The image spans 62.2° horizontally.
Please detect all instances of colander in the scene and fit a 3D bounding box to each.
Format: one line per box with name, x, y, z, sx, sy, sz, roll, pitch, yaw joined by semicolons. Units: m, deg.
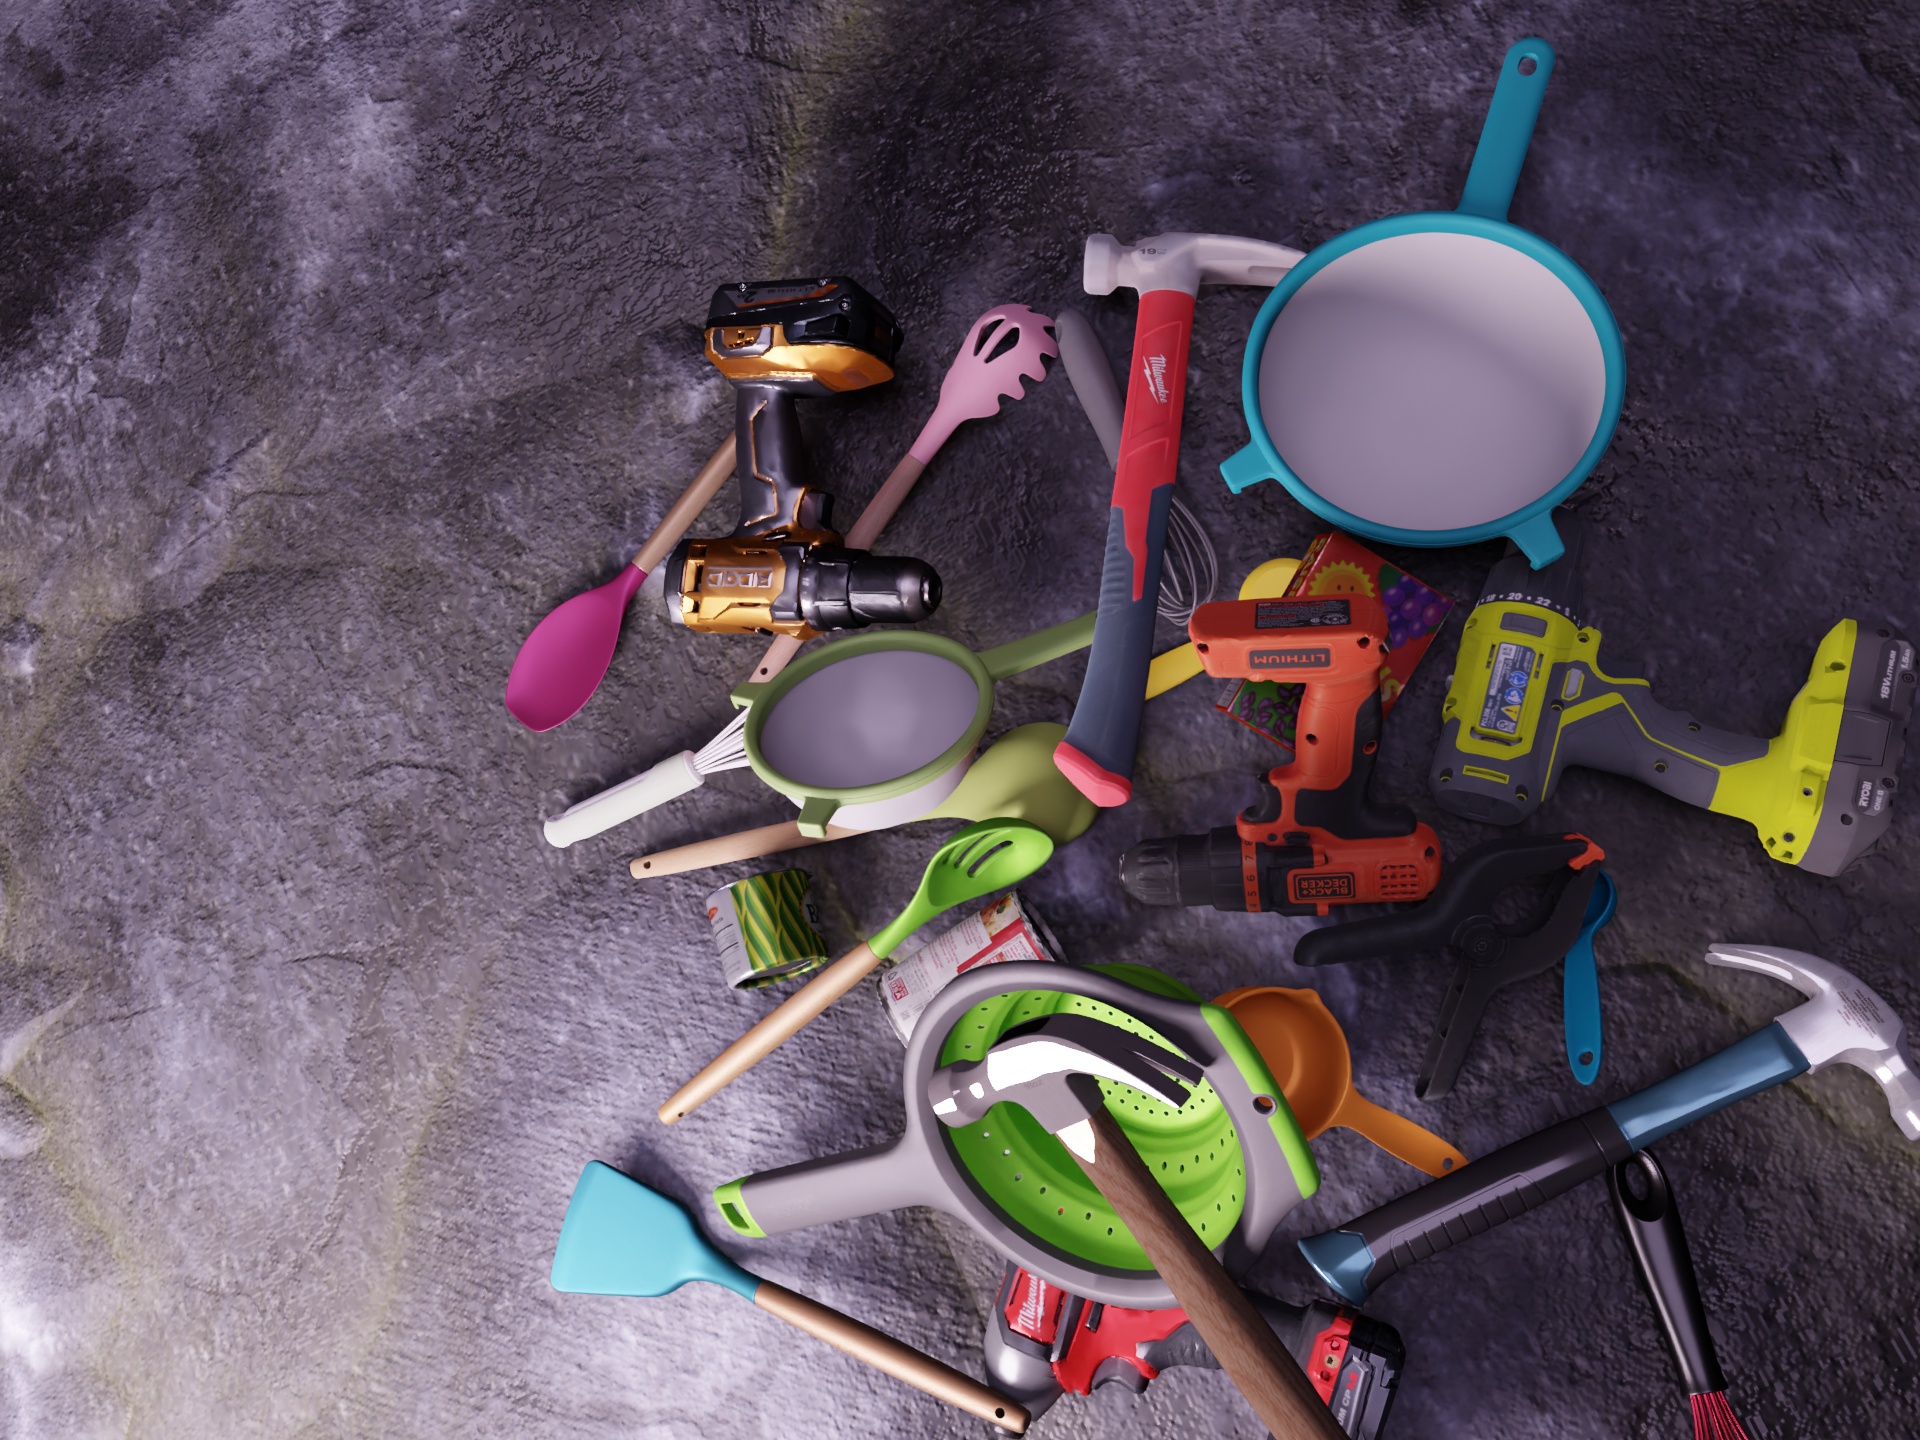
colander;0.019;0.221;0.878;0.397;0.094;0.204;-24;99;36

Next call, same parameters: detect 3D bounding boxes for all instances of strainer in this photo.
strainer;0.297;-0.245;0.959;0.211;0.095;0.340;17;76;15
strainer;-0.002;-0.003;0.960;0.256;0.069;0.152;-22;40;-12

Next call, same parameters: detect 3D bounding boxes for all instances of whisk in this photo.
whisk;-0.168;0.027;1.040;0.246;0.058;0.059;-25;103;12
whisk;0.387;0.363;0.811;0.073;0.073;0.296;-15;67;11
whisk;0.106;-0.167;1.013;0.055;0.055;0.239;-23;69;8

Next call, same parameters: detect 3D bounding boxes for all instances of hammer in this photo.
hammer;0.124;-0.131;0.951;0.143;0.038;0.387;6;66;9
hammer;0.125;0.281;0.766;0.130;0.031;0.331;-34;93;37
hammer;0.338;0.225;0.846;0.331;0.033;0.128;-27;60;4

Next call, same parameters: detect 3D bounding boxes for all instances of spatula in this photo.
spatula;-0.102;0.347;0.929;0.318;0.044;0.082;13;83;30

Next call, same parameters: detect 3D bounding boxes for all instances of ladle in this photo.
ladle;-0.063;0.065;1.011;0.320;0.062;0.078;-13;78;18

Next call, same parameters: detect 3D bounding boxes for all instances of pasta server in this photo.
pasta server;-0.042;-0.149;1.059;0.060;0.040;0.316;36;92;19

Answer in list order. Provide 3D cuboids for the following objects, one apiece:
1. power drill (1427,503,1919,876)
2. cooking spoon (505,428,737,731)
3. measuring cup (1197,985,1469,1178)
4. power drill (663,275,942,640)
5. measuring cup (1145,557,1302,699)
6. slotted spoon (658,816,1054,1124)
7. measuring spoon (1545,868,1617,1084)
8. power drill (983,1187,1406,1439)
power drill;0.393;-0.019;0.886;0.228;0.080;0.191;14;73;20
cooking spoon;-0.205;-0.125;1.098;0.069;0.017;0.319;38;89;21
measuring cup;0.206;0.214;0.901;0.173;0.052;0.095;30;80;-6
power drill;-0.091;-0.163;1.020;0.185;0.084;0.226;4;83;24
measuring cup;0.155;-0.049;0.978;0.156;0.029;0.062;-28;72;4
slotted spoon;-0.072;0.153;0.970;0.313;0.070;0.031;-40;49;14
measuring spoon;0.345;0.140;0.871;0.042;0.021;0.129;-24;45;44
power drill;0.120;0.356;0.872;0.220;0.078;0.143;17;81;21
